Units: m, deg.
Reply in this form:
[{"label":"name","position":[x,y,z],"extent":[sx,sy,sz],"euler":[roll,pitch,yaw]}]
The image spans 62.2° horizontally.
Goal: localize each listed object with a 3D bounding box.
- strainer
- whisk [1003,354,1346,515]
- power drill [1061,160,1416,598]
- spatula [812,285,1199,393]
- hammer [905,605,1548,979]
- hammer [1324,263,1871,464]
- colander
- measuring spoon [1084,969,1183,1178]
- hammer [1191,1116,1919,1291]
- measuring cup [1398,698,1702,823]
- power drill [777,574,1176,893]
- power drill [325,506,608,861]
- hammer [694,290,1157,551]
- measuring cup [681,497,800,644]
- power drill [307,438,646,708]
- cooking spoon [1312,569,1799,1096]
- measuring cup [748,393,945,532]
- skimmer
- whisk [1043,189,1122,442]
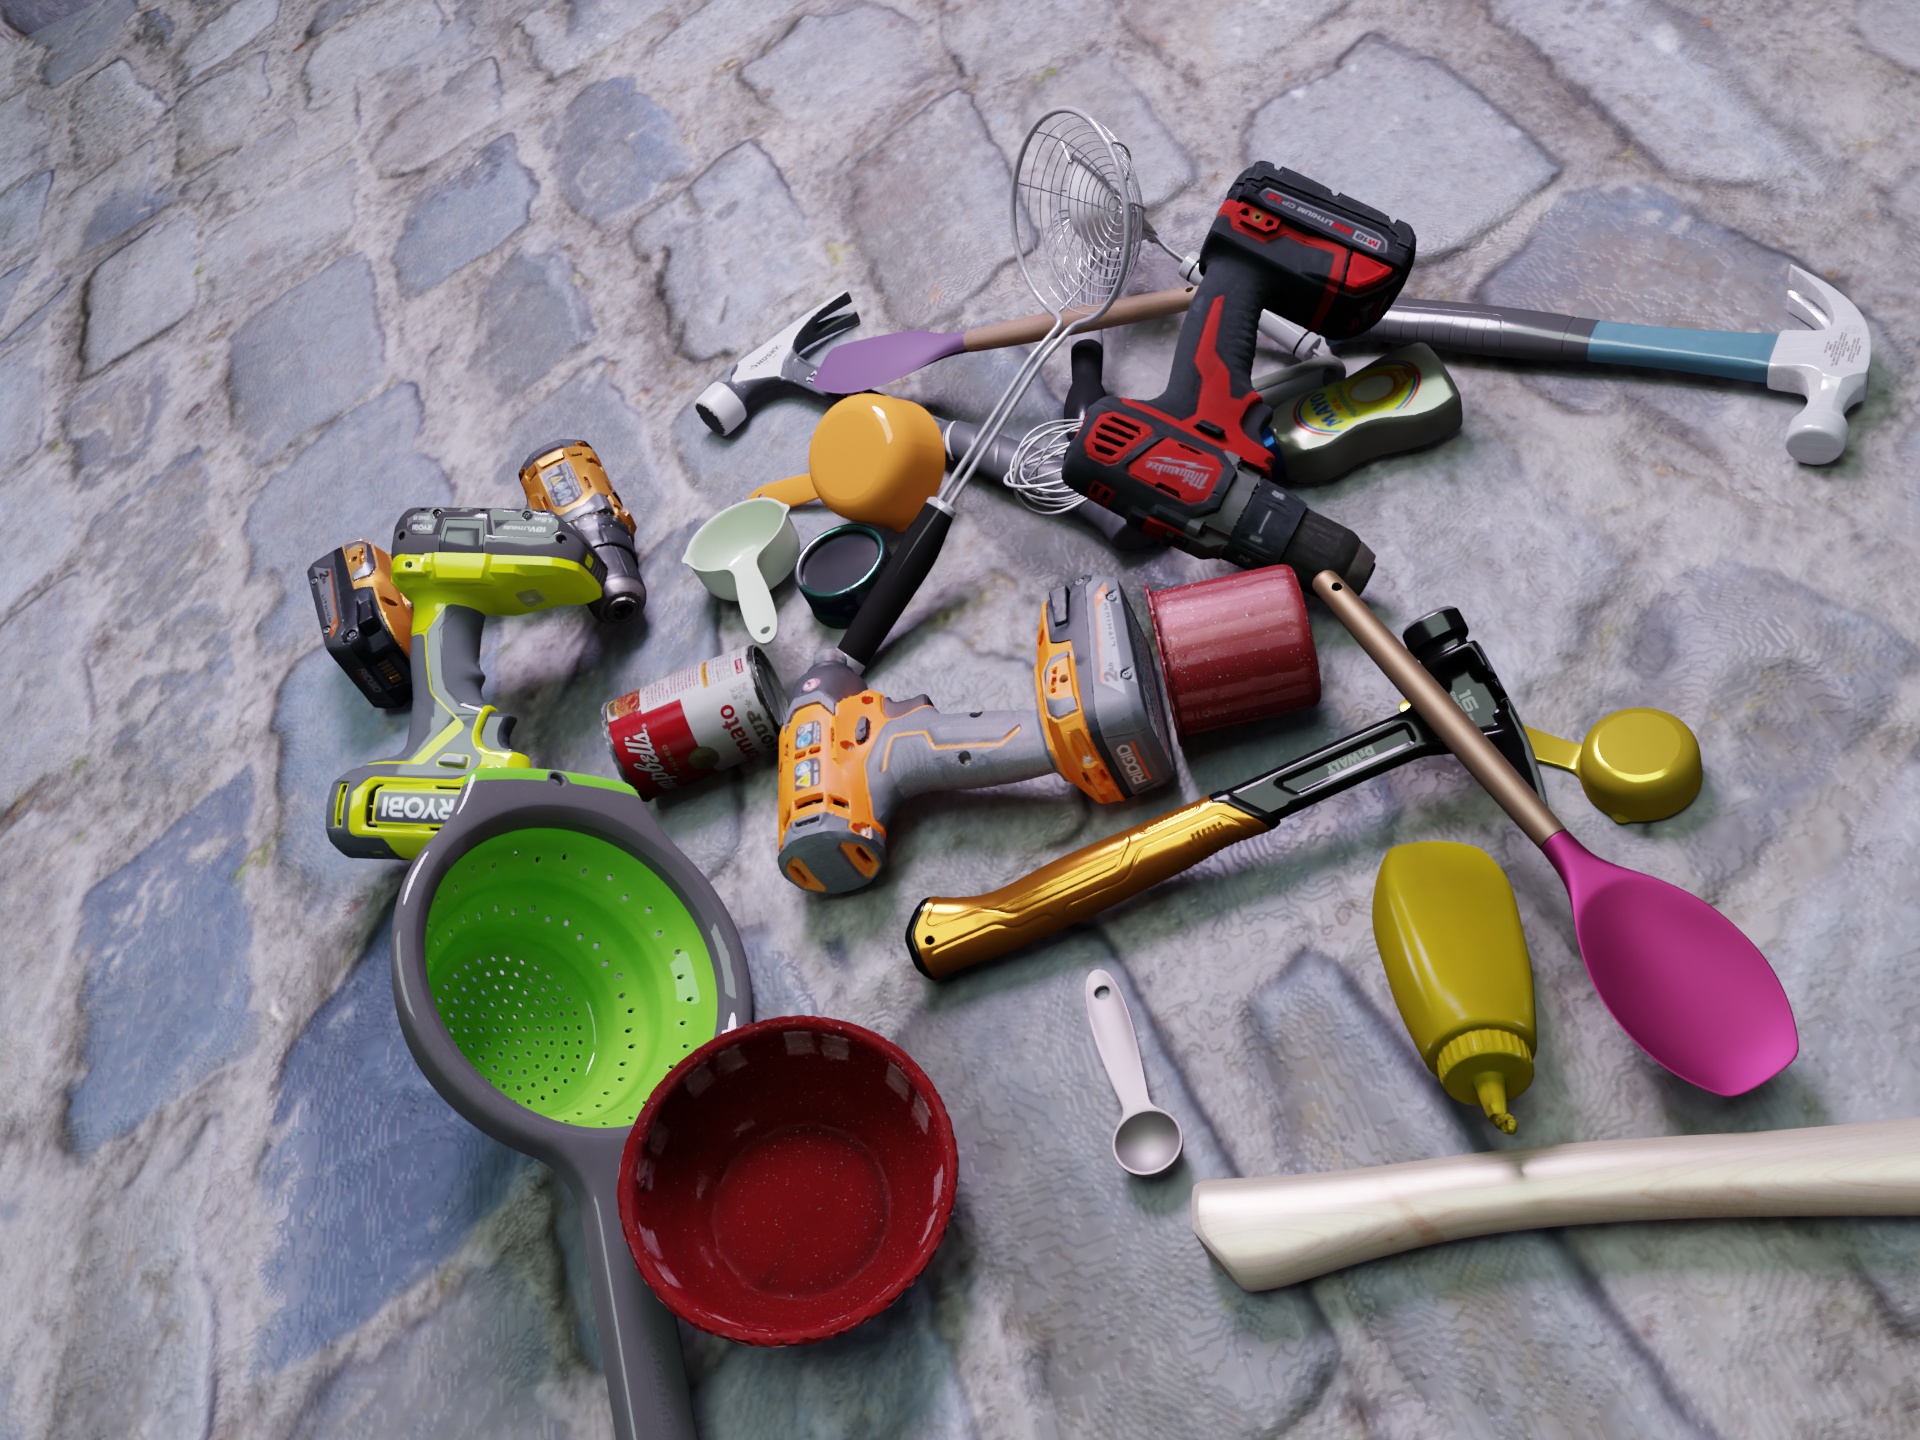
[{"label":"strainer","position":[0.149,-0.311,1.078],"extent":[0.258,0.087,0.050],"euler":[40,98,15]},{"label":"whisk","position":[0.139,-0.185,1.001],"extent":[0.246,0.057,0.059],"euler":[-22,26,-16]},{"label":"power drill","position":[0.187,-0.191,0.931],"extent":[0.188,0.080,0.227],"euler":[27,78,6]},{"label":"spatula","position":[0.026,-0.261,1.084],"extent":[0.316,0.018,0.060],"euler":[-3,52,33]},{"label":"hammer","position":[0.129,0.064,0.828],"extent":[0.337,0.034,0.127],"euler":[-24,68,9]},{"label":"hammer","position":[0.374,-0.234,0.976],"extent":[0.331,0.033,0.128],"euler":[16,62,32]},{"label":"colander","position":[-0.200,0.219,0.816],"extent":[0.094,0.204,0.397],"euler":[-39,56,37]},{"label":"measuring spoon","position":[0.083,0.175,0.789],"extent":[0.034,0.018,0.124],"euler":[-21,41,6]},{"label":"hammer","position":[0.302,0.184,0.671],"extent":[0.410,0.038,0.146],"euler":[-10,49,16]},{"label":"measuring cup","position":[0.299,0.006,0.818],"extent":[0.157,0.029,0.062],"euler":[19,63,33]},{"label":"power drill","position":[-0.001,-0.003,0.922],"extent":[0.226,0.084,0.164],"euler":[-18,48,14]},{"label":"power drill","position":[-0.302,-0.019,1.023],"extent":[0.171,0.080,0.223],"euler":[2,75,6]},{"label":"hammer","position":[-0.014,-0.205,1.119],"extent":[0.409,0.036,0.149],"euler":[30,68,37]},{"label":"measuring cup","position":[-0.135,-0.088,1.060],"extent":[0.083,0.038,0.168],"euler":[-27,40,3]},{"label":"power drill","position":[-0.338,-0.096,1.142],"extent":[0.226,0.084,0.186],"euler":[-28,49,-6]},{"label":"cooking spoon","position":[0.262,0.037,0.746],"extent":[0.069,0.017,0.319],"euler":[-31,57,-3]},{"label":"measuring cup","position":[-0.095,-0.170,1.091],"extent":[0.173,0.052,0.095],"euler":[-9,85,33]},{"label":"skimmer","position":[0.000,-0.198,0.986],"extent":[0.363,0.090,0.127],"euler":[-58,40,3]},{"label":"whisk","position":[0.089,-0.280,1.108],"extent":[0.070,0.070,0.285],"euler":[-10,48,16]}]
